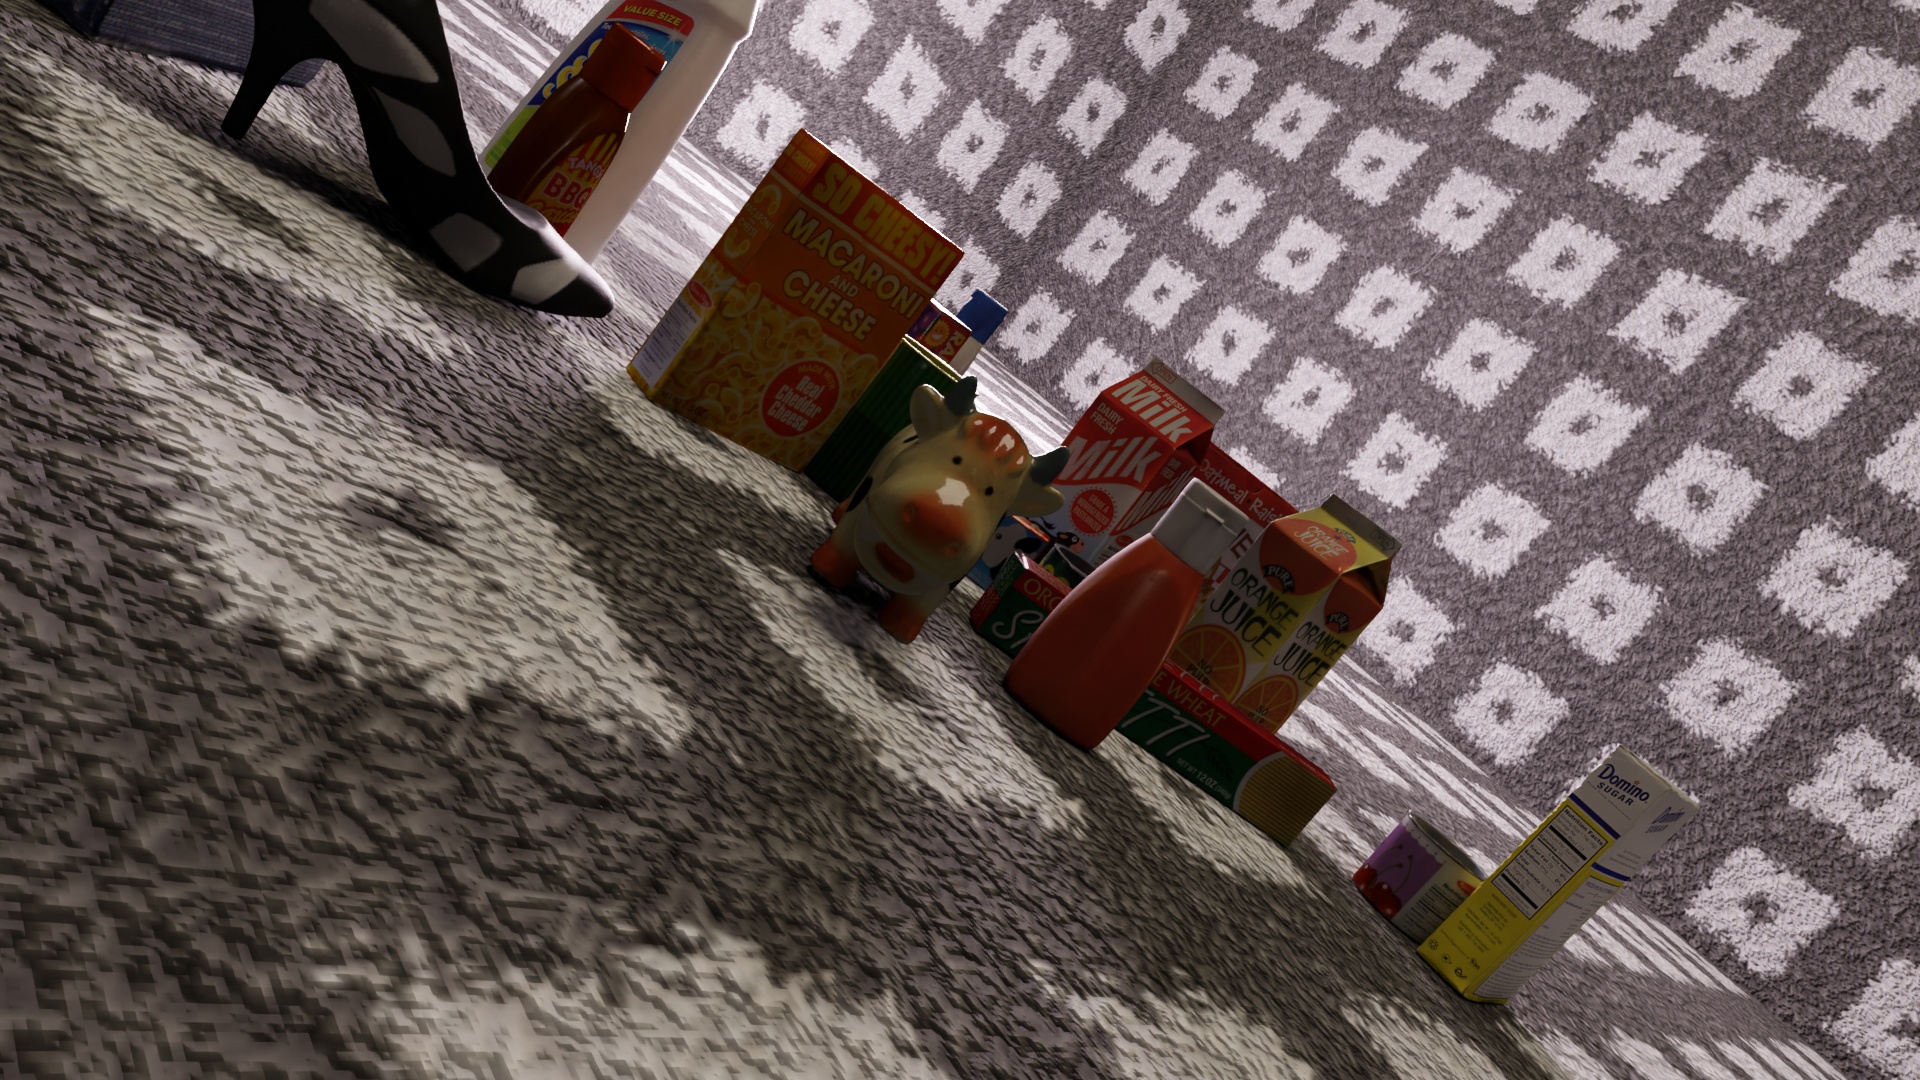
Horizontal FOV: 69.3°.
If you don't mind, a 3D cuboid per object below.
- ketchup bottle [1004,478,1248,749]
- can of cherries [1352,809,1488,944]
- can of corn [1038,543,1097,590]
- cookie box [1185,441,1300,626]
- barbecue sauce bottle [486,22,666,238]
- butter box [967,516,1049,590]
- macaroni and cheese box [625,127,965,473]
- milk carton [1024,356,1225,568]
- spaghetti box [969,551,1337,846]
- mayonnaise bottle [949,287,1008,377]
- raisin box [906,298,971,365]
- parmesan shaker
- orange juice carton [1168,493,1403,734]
[{"bbox_3d":[0.091,0.036,0.729,0.065,0.148,0.043,38,9,-2],"label":"ketchup bottle"},{"bbox_3d":[0.296,0.218,0.897,0.071,0.058,0.071,37,9,-7],"label":"can of cherries"},{"bbox_3d":[0.067,0.044,0.873,0.071,0.058,0.071,37,9,-7],"label":"can of corn"},{"bbox_3d":[0.178,0.008,1.122,0.123,0.167,0.040,32,11,-32],"label":"cookie box"},{"bbox_3d":[-0.231,-0.234,0.820,0.044,0.148,0.065,40,9,12],"label":"barbecue sauce bottle"},{"bbox_3d":[0.003,-0.012,0.919,0.103,0.053,0.024,38,9,-1],"label":"butter box"},{"bbox_3d":[-0.092,-0.133,0.796,0.123,0.166,0.040,27,14,-49],"label":"macaroni and cheese box"},{"bbox_3d":[0.104,-0.037,0.994,0.072,0.190,0.073,42,10,24],"label":"milk carton"},{"bbox_3d":[0.117,0.098,0.832,0.250,0.050,0.029,36,9,-14],"label":"spaghetti box"},{"bbox_3d":[-0.016,-0.158,1.246,0.041,0.148,0.065,37,9,-9],"label":"mayonnaise bottle"},{"bbox_3d":[-0.059,-0.137,1.070,0.040,0.123,0.086,29,13,-44],"label":"raisin box"},{"bbox_3d":[-0.045,-0.071,0.874,0.071,0.103,0.071,37,9,-7],"label":"parmesan shaker"},{"bbox_3d":[0.224,0.058,0.979,0.073,0.192,0.072,29,13,-44],"label":"orange juice carton"}]
